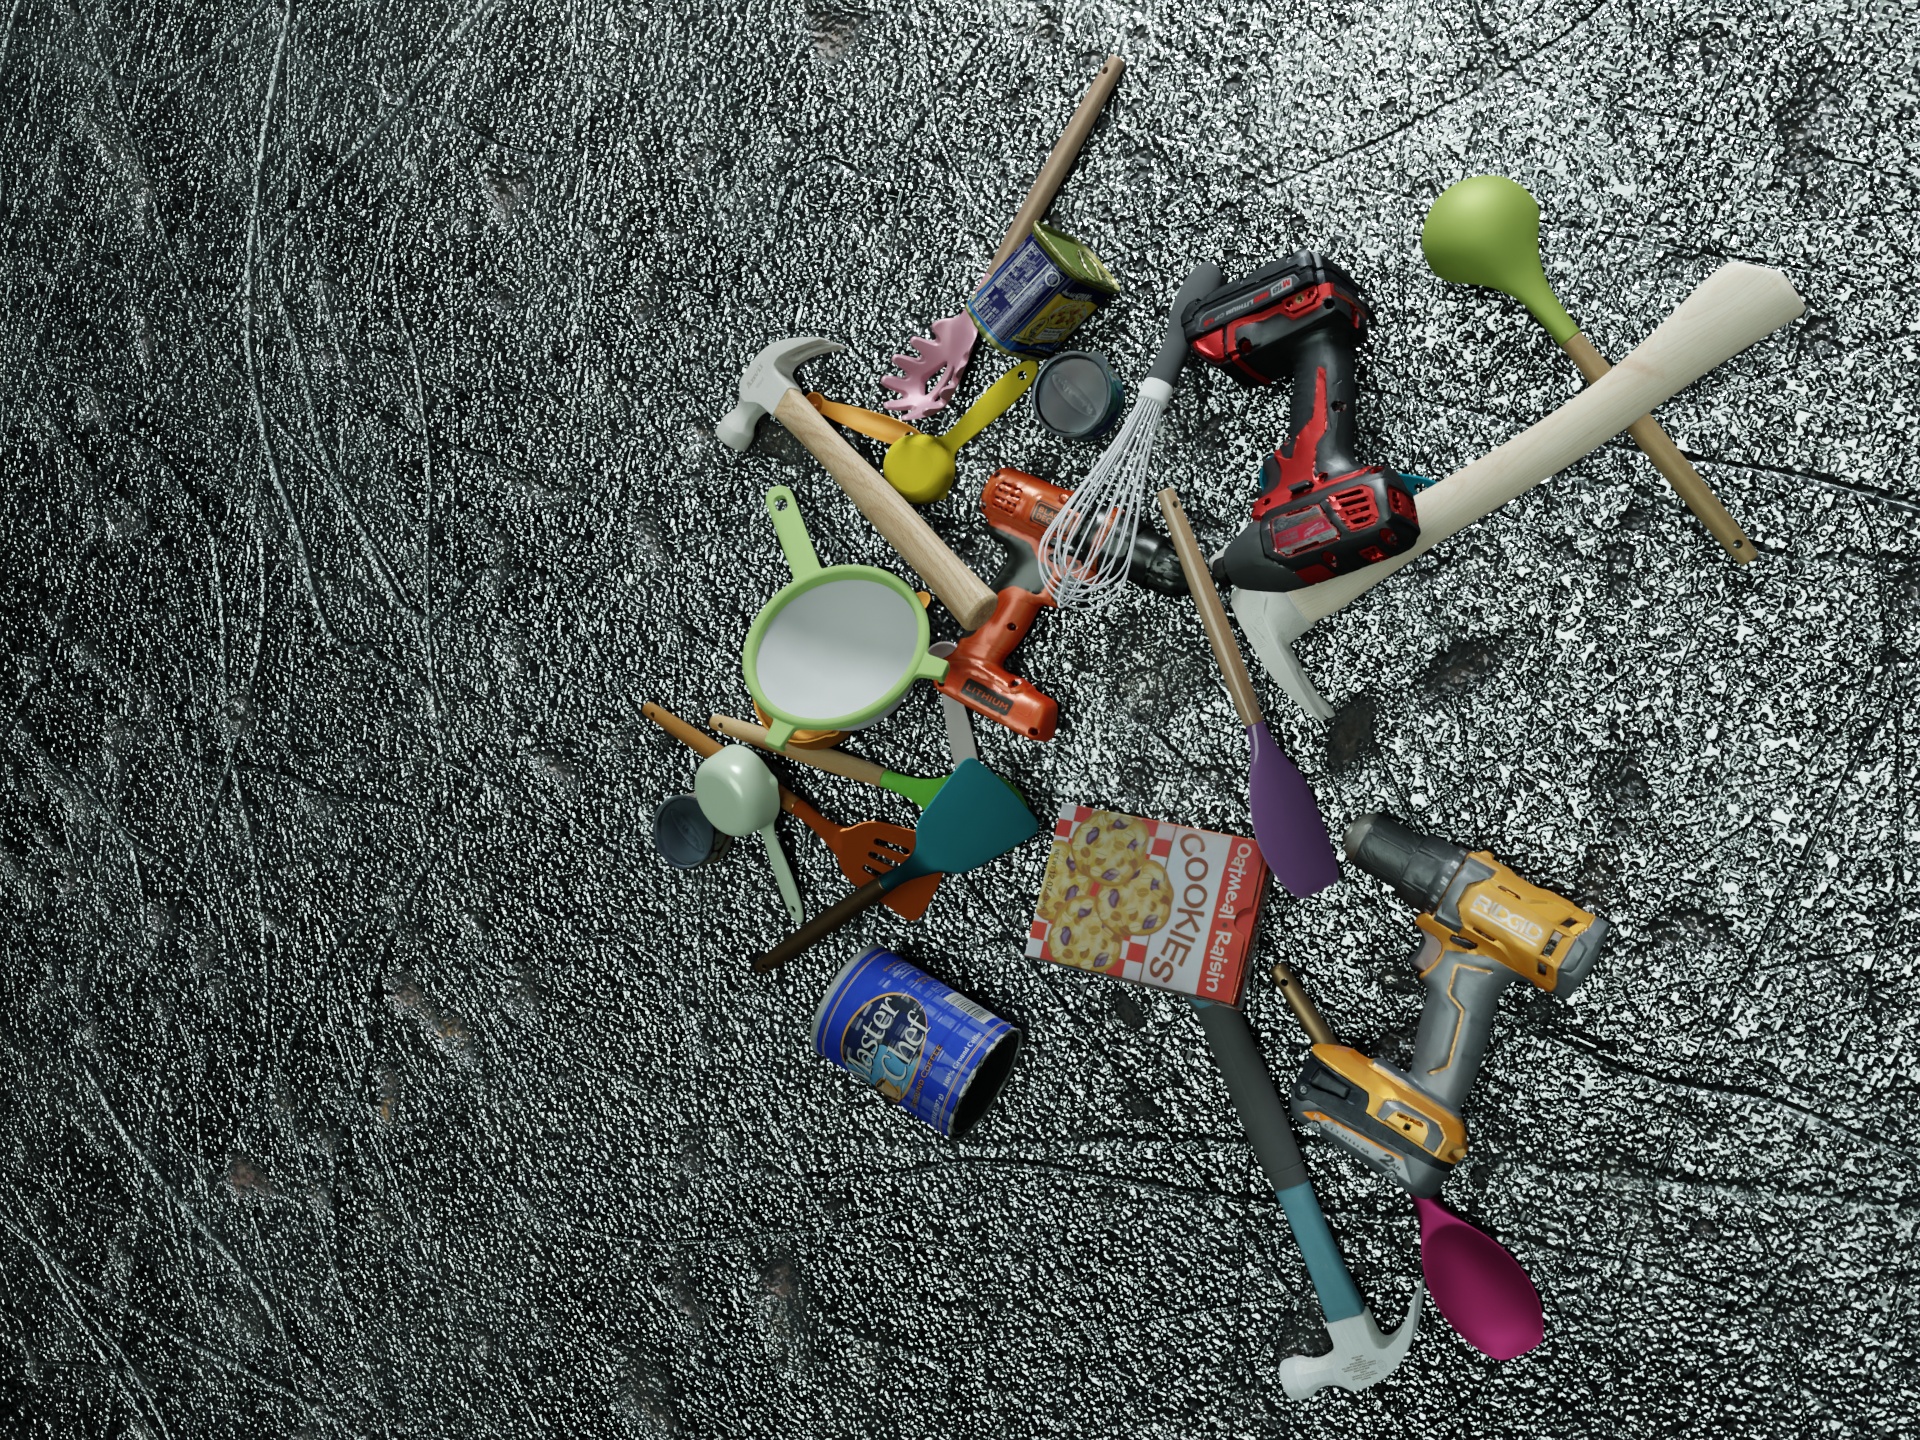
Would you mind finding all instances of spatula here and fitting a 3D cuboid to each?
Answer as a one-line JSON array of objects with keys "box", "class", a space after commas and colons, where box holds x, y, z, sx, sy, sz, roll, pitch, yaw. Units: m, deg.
[{"box": [-0.153, 0.063, 1.373, 0.323, 0.041, 0.081, 31, 107, 25], "class": "spatula"}, {"box": [-0.071, 0.139, 1.312, 0.082, 0.044, 0.317, 45, 128, -11], "class": "spatula"}, {"box": [0.204, -0.021, 1.164, 0.018, 0.060, 0.316, -21, 89, 66], "class": "spatula"}]

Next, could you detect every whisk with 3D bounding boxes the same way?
[{"box": [0.130, -0.210, 1.165, 0.070, 0.070, 0.285, 20, 82, 23], "class": "whisk"}]

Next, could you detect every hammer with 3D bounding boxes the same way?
[{"box": [0.241, 0.335, 1.192, 0.128, 0.033, 0.331, -26, 82, 26], "class": "hammer"}, {"box": [-0.077, -0.191, 1.271, 0.332, 0.031, 0.130, 49, 116, 29], "class": "hammer"}, {"box": [0.363, -0.154, 1.066, 0.410, 0.038, 0.146, -34, 80, 32], "class": "hammer"}]

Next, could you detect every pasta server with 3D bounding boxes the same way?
[{"box": [0.036, -0.373, 1.241, 0.060, 0.040, 0.316, 41, 109, 29], "class": "pasta server"}]

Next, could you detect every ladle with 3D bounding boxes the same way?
[{"box": [0.425, -0.234, 1.065, 0.078, 0.062, 0.320, -38, 84, 18], "class": "ladle"}]

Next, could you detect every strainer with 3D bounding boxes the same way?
[{"box": [-0.108, -0.084, 1.287, 0.151, 0.069, 0.257, -24, 55, 1], "class": "strainer"}]

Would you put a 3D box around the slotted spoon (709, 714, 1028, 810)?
[{"box": [-0.085, 0.043, 1.332, 0.314, 0.031, 0.070, 18, 103, 27], "class": "slotted spoon"}]

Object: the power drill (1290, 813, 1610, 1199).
[{"box": [0.314, 0.191, 1.113, 0.185, 0.084, 0.226, 31, 96, 21], "class": "power drill"}]

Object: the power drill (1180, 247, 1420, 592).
[{"box": [0.227, -0.197, 1.101, 0.143, 0.078, 0.220, -20, 69, 36], "class": "power drill"}]

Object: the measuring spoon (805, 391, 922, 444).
[{"box": [-0.079, -0.249, 1.323, 0.117, 0.011, 0.021, 22, 103, 19], "class": "measuring spoon"}]

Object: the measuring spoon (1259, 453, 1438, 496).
[{"box": [0.281, -0.174, 1.149, 0.128, 0.021, 0.042, 8, 121, 17], "class": "measuring spoon"}]

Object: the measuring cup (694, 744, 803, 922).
[{"box": [-0.177, 0.104, 1.359, 0.083, 0.038, 0.167, -11, 103, 46], "class": "measuring cup"}]

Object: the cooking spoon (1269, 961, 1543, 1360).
[{"box": [0.318, 0.316, 1.161, 0.068, 0.017, 0.319, -36, 79, 21], "class": "cooking spoon"}]

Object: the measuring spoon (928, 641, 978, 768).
[{"box": [-0.002, -0.004, 1.300, 0.034, 0.018, 0.124, -11, 95, 15], "class": "measuring spoon"}]

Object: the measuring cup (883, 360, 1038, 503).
[{"box": [0.000, -0.234, 1.271, 0.156, 0.029, 0.062, -40, 83, 21], "class": "measuring cup"}]

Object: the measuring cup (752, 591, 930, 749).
[{"box": [-0.091, -0.045, 1.326, 0.173, 0.052, 0.095, -38, 73, -2], "class": "measuring cup"}]
